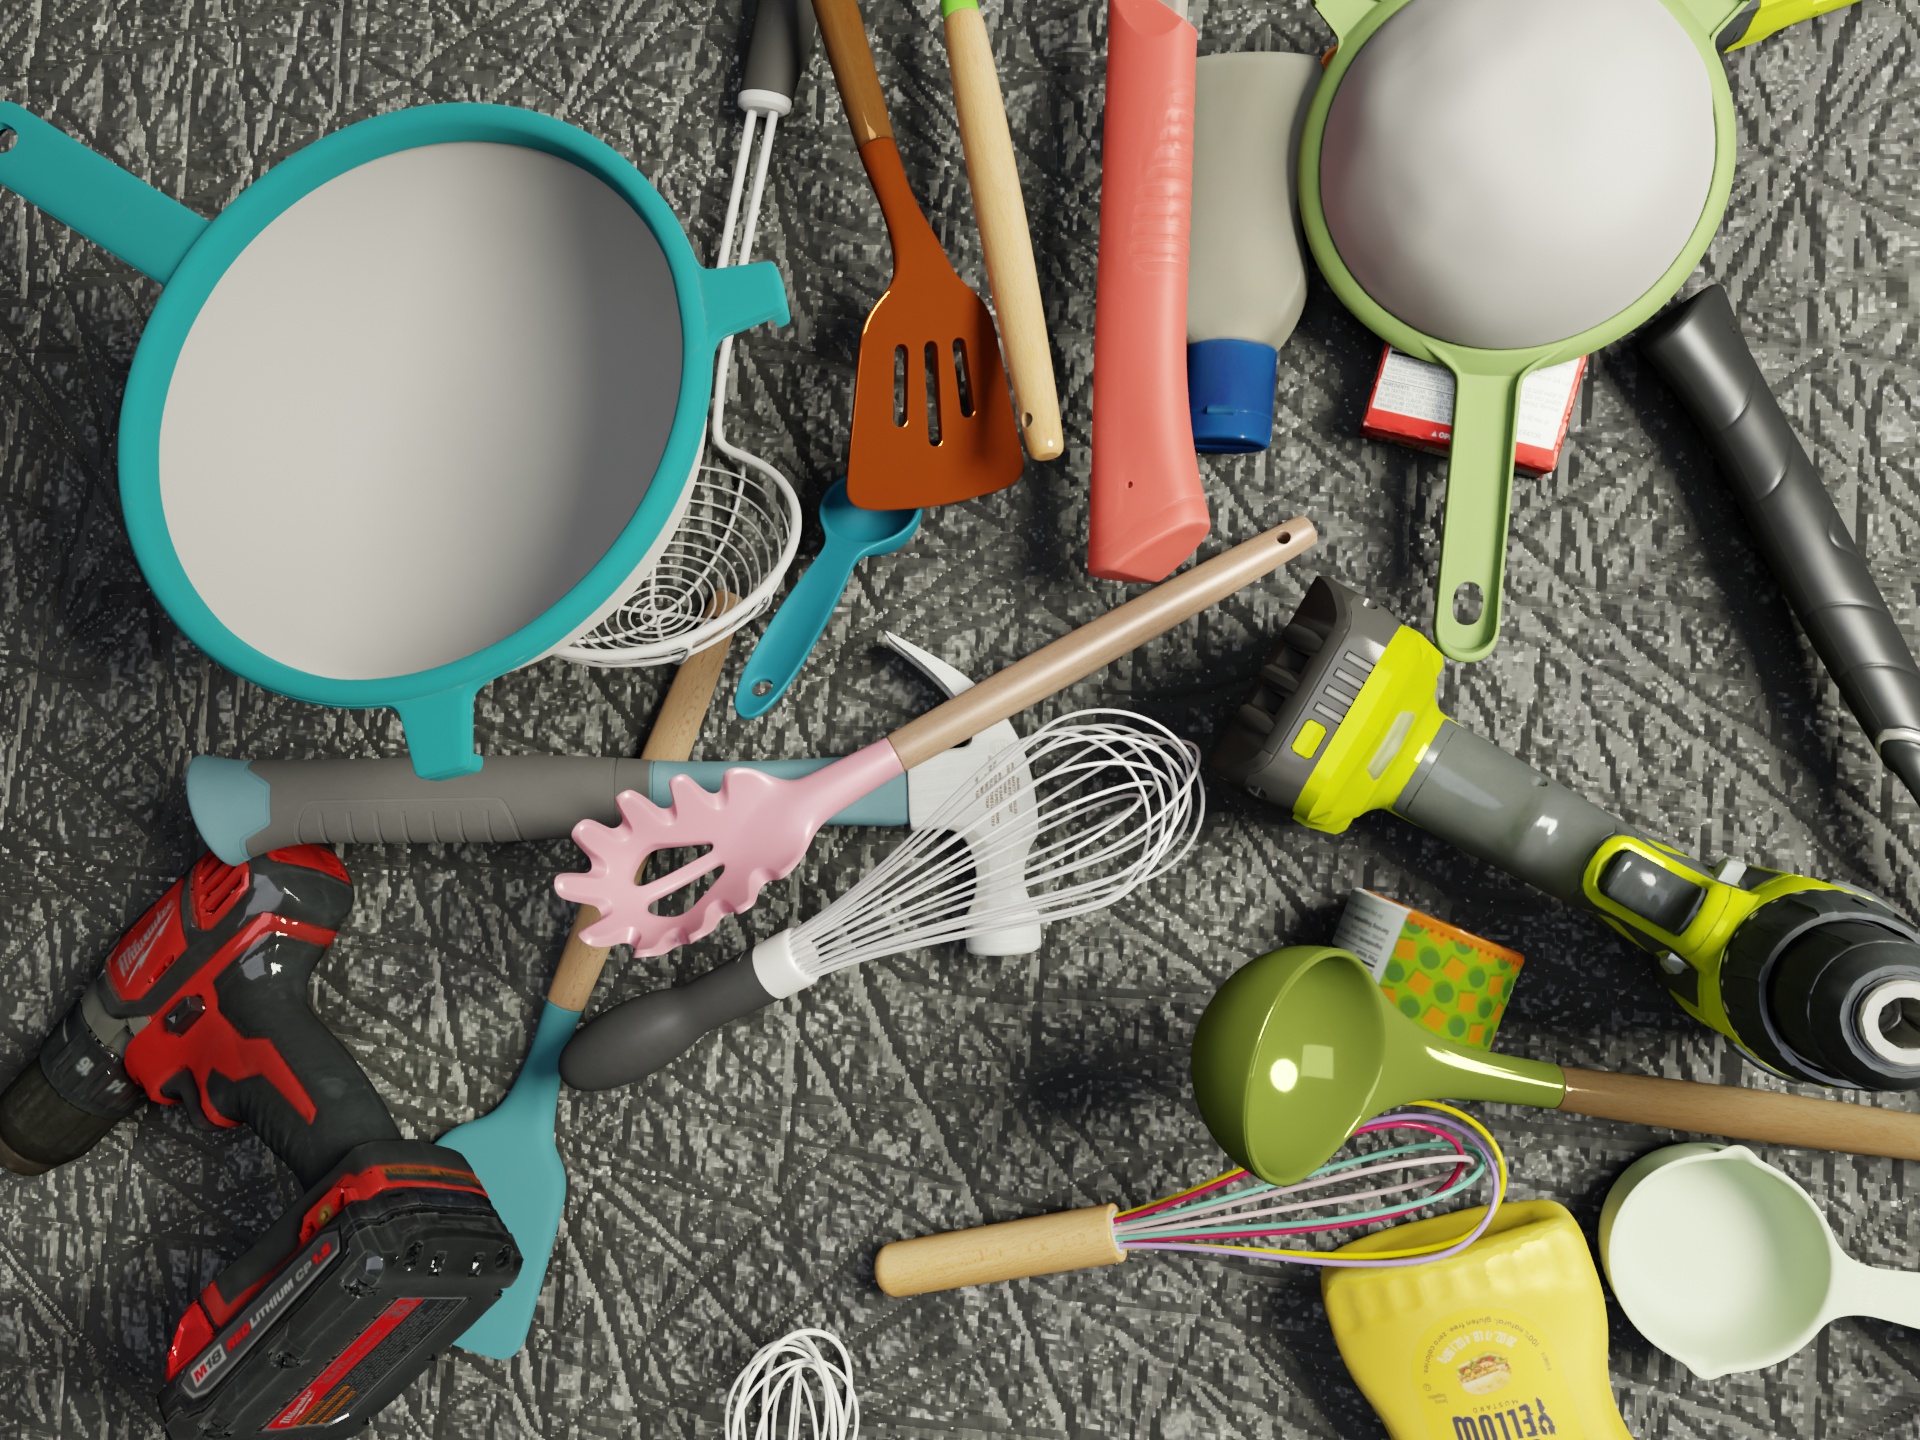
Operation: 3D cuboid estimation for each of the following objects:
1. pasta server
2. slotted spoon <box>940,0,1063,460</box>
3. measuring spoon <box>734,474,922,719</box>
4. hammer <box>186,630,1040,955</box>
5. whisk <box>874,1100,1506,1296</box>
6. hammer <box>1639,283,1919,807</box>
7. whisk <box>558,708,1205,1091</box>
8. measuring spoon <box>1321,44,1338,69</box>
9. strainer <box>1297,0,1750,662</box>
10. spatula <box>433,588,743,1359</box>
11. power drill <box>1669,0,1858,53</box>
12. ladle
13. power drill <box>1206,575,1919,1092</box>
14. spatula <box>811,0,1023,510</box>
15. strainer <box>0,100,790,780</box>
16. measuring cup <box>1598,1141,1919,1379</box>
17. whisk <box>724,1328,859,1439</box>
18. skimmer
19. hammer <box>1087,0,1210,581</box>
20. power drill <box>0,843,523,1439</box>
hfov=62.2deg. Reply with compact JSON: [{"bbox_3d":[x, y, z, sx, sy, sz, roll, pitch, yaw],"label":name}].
[{"bbox_3d":[-0.001,-0.002,0.598,0.316,0.040,0.060,-28,77,-7],"label":"pasta server"},{"bbox_3d":[0.004,-0.250,0.624,0.070,0.031,0.314,-23,74,51],"label":"slotted spoon"},{"bbox_3d":[-0.053,-0.047,0.626,0.042,0.021,0.129,18,61,19],"label":"measuring spoon"},{"bbox_3d":[-0.135,0.031,0.628,0.331,0.033,0.128,-1,86,-1],"label":"hammer"},{"bbox_3d":[0.079,0.184,0.597,0.245,0.051,0.047,-16,108,19],"label":"whisk"},{"bbox_3d":[0.344,0.027,0.550,0.149,0.036,0.409,-12,74,-34],"label":"hammer"},{"bbox_3d":[-0.037,0.075,0.582,0.284,0.070,0.070,-28,83,19],"label":"whisk"},{"bbox_3d":[0.179,-0.217,0.626,0.021,0.011,0.117,-36,86,12],"label":"measuring spoon"},{"bbox_3d":[0.190,-0.147,0.554,0.151,0.069,0.256,5,95,11],"label":"strainer"},{"bbox_3d":[-0.154,0.094,0.650,0.082,0.044,0.317,22,90,8],"label":"spatula"},{"bbox_3d":[0.275,-0.363,0.583,0.171,0.080,0.223,-17,88,8],"label":"power drill"},{"bbox_3d":[0.229,0.130,0.531,0.320,0.062,0.078,10,94,-9],"label":"ladle"},{"bbox_3d":[0.201,0.042,0.522,0.228,0.190,0.080,31,96,14],"label":"power drill"},{"bbox_3d":[-0.044,-0.244,0.626,0.081,0.041,0.322,-14,86,-28],"label":"spatula"},{"bbox_3d":[-0.224,-0.129,0.577,0.340,0.095,0.211,32,85,19],"label":"strainer"},{"bbox_3d":[0.315,0.198,0.570,0.167,0.038,0.083,9,89,8],"label":"measuring cup"},{"bbox_3d":[-0.071,0.362,0.626,0.058,0.059,0.246,6,93,46],"label":"whisk"},{"bbox_3d":[-0.100,-0.197,0.629,0.127,0.090,0.363,11,89,16],"label":"skimmer"},{"bbox_3d":[0.063,-0.233,0.602,0.149,0.036,0.359,1,87,35],"label":"hammer"},{"bbox_3d":[-0.292,0.172,0.628,0.188,0.080,0.227,-44,59,6],"label":"power drill"}]
